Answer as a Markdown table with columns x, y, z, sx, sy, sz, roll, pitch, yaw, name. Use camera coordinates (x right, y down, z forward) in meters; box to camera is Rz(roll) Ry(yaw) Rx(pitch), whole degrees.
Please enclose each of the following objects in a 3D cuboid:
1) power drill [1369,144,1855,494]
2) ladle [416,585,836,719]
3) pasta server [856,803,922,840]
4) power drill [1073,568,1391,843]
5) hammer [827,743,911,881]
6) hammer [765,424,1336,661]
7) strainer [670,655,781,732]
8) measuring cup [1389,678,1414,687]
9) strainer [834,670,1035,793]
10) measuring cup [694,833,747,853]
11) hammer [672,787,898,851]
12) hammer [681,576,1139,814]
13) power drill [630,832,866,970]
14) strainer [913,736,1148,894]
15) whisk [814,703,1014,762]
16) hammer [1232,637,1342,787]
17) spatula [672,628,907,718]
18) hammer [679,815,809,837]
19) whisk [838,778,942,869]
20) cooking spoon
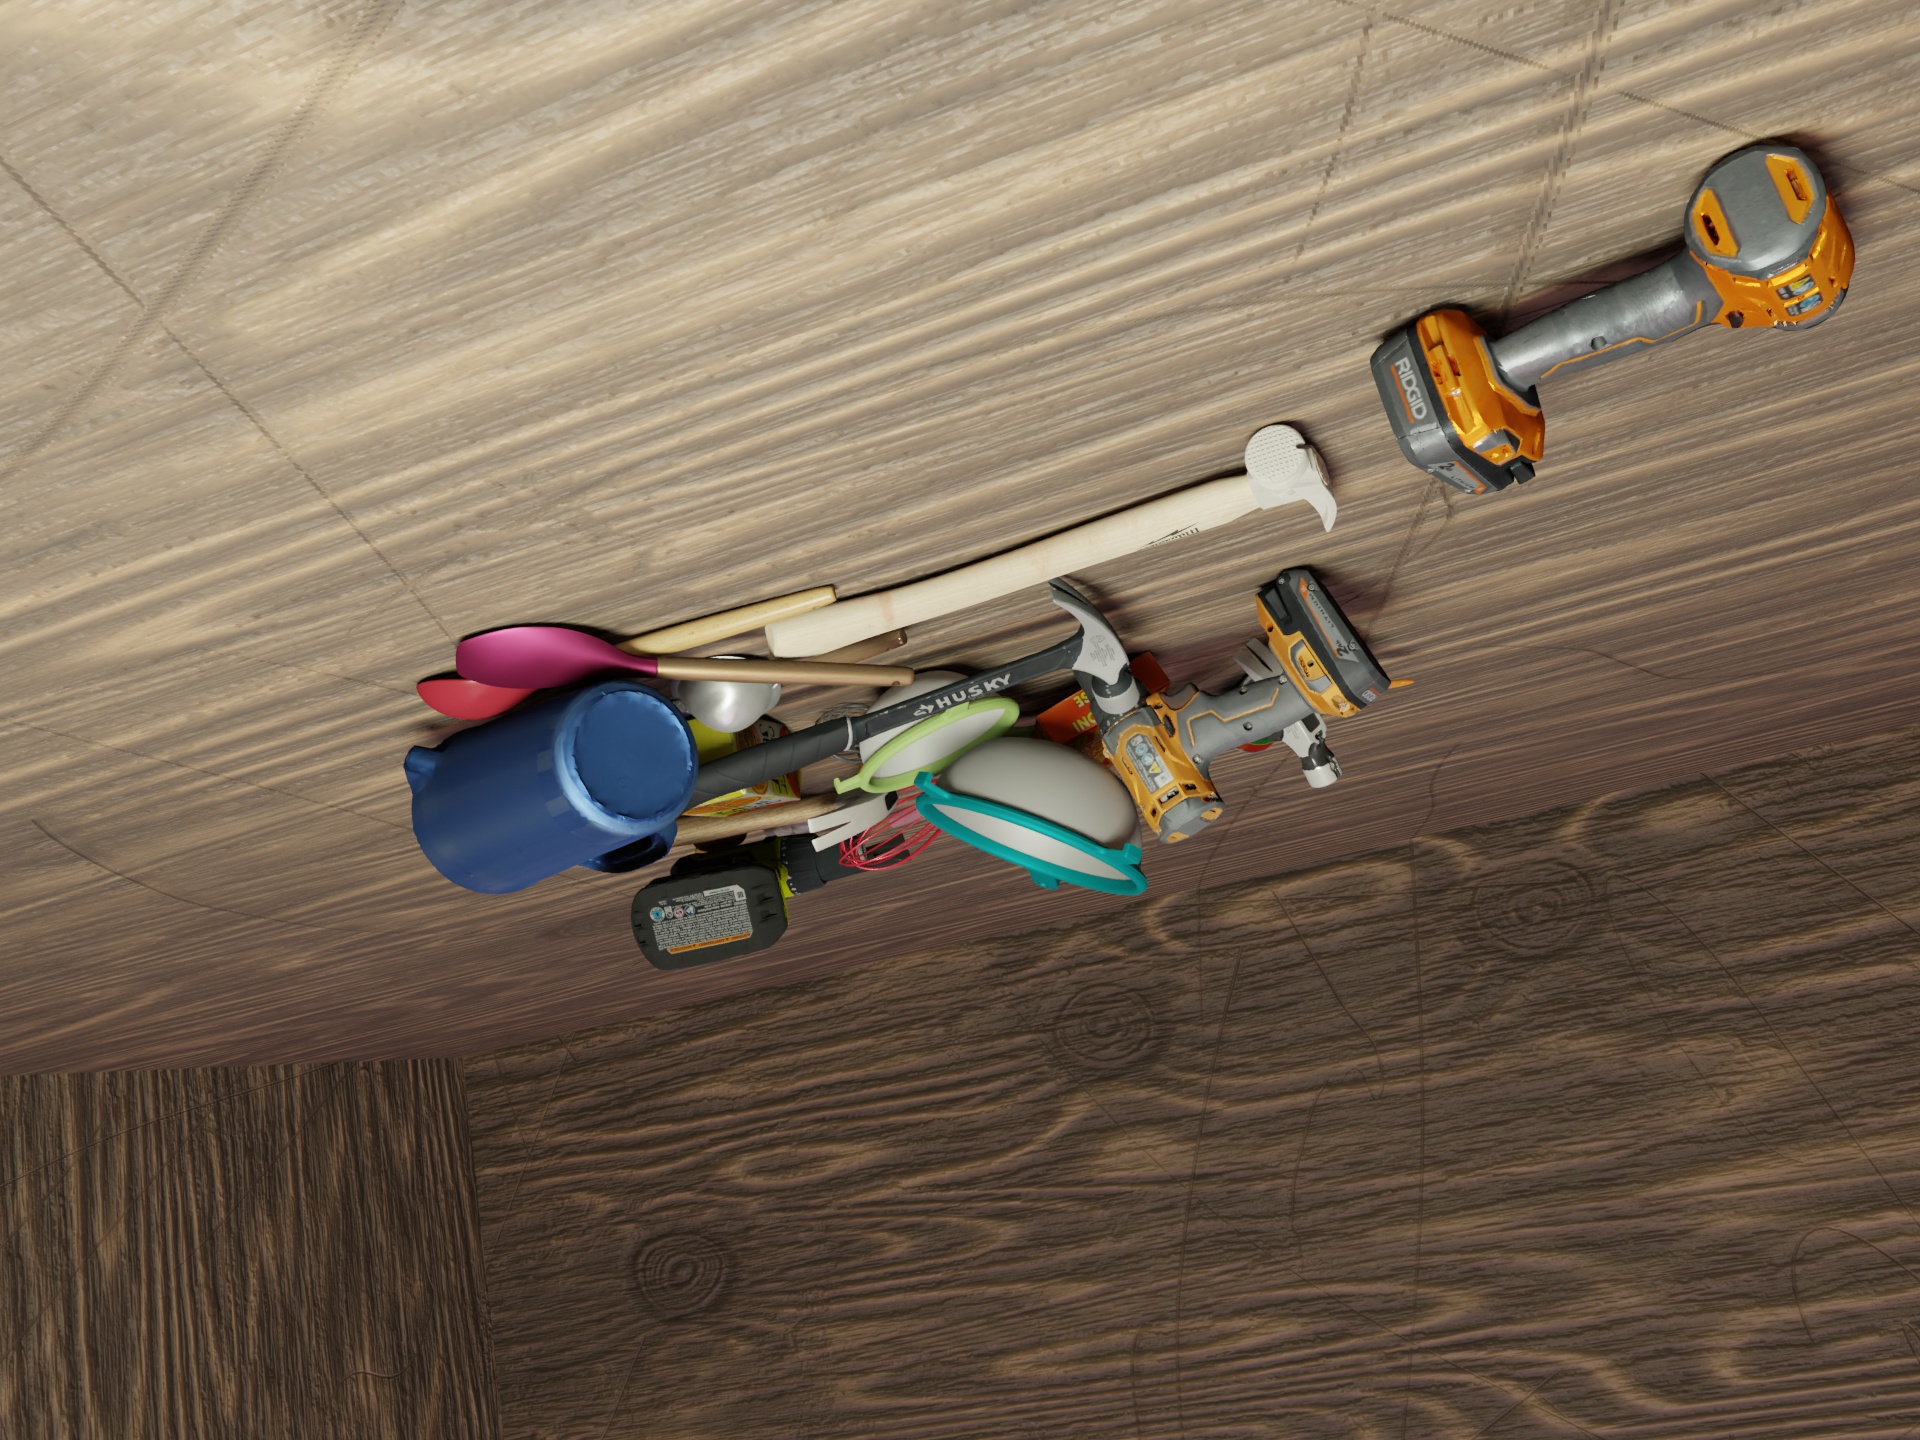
| x | y | z | sx | sy | sz | roll | pitch | yaw | name |
| --- | --- | --- | --- | --- | --- | --- | --- | --- | --- |
| 0.355 | -0.205 | 0.851 | 0.226 | 0.084 | 0.164 | -25 | 161 | 33 | power drill |
| -0.237 | -0.048 | 1.125 | 0.315 | 0.031 | 0.069 | -15 | 167 | 9 | ladle |
| -0.095 | 0.118 | 1.616 | 0.316 | 0.040 | 0.060 | -21 | 145 | 9 | pasta server |
| 0.211 | -0.032 | 1.308 | 0.226 | 0.185 | 0.084 | -36 | 158 | 17 | power drill |
| -0.093 | 0.088 | 1.641 | 0.127 | 0.034 | 0.336 | -12 | 157 | -17 | hammer |
| 0.052 | -0.105 | 1.099 | 0.410 | 0.038 | 0.146 | -16 | 166 | 21 | hammer |
| -0.242 | -0.002 | 1.262 | 0.258 | 0.050 | 0.086 | -13 | 145 | 25 | strainer |
| 0.367 | -0.054 | 1.510 | 0.173 | 0.052 | 0.095 | -3 | 164 | -36 | measuring cup |
| -0.002 | -0.004 | 1.401 | 0.151 | 0.069 | 0.256 | -35 | 165 | 28 | strainer |
| -0.254 | 0.130 | 1.632 | 0.062 | 0.029 | 0.156 | -8 | 161 | -19 | measuring cup |
| -0.218 | 0.097 | 1.469 | 0.331 | 0.031 | 0.130 | -10 | -162 | 14 | hammer |
| -0.071 | 0.002 | 1.227 | 0.409 | 0.036 | 0.149 | -20 | 139 | 8 | hammer |
| -0.196 | 0.156 | 1.485 | 0.190 | 0.080 | 0.228 | -12 | -175 | 8 | power drill |
| 0.081 | 0.086 | 1.432 | 0.211 | 0.095 | 0.340 | 19 | 168 | 11 | strainer |
| -0.039 | 0.008 | 1.461 | 0.239 | 0.055 | 0.055 | -4 | 165 | -43 | whisk |
| 0.217 | 0.010 | 1.565 | 0.035 | 0.146 | 0.335 | -38 | -166 | -32 | hammer |
| -0.178 | -0.023 | 1.276 | 0.316 | 0.018 | 0.059 | -17 | 163 | 26 | spatula |
| -0.254 | 0.082 | 1.594 | 0.143 | 0.038 | 0.386 | -21 | 163 | 31 | hammer |
| 0.005 | 0.062 | 1.532 | 0.296 | 0.073 | 0.073 | -30 | 173 | -22 | whisk |
| -0.187 | -0.036 | 1.114 | 0.318 | 0.017 | 0.068 | 1 | 144 | -17 | cooking spoon |
